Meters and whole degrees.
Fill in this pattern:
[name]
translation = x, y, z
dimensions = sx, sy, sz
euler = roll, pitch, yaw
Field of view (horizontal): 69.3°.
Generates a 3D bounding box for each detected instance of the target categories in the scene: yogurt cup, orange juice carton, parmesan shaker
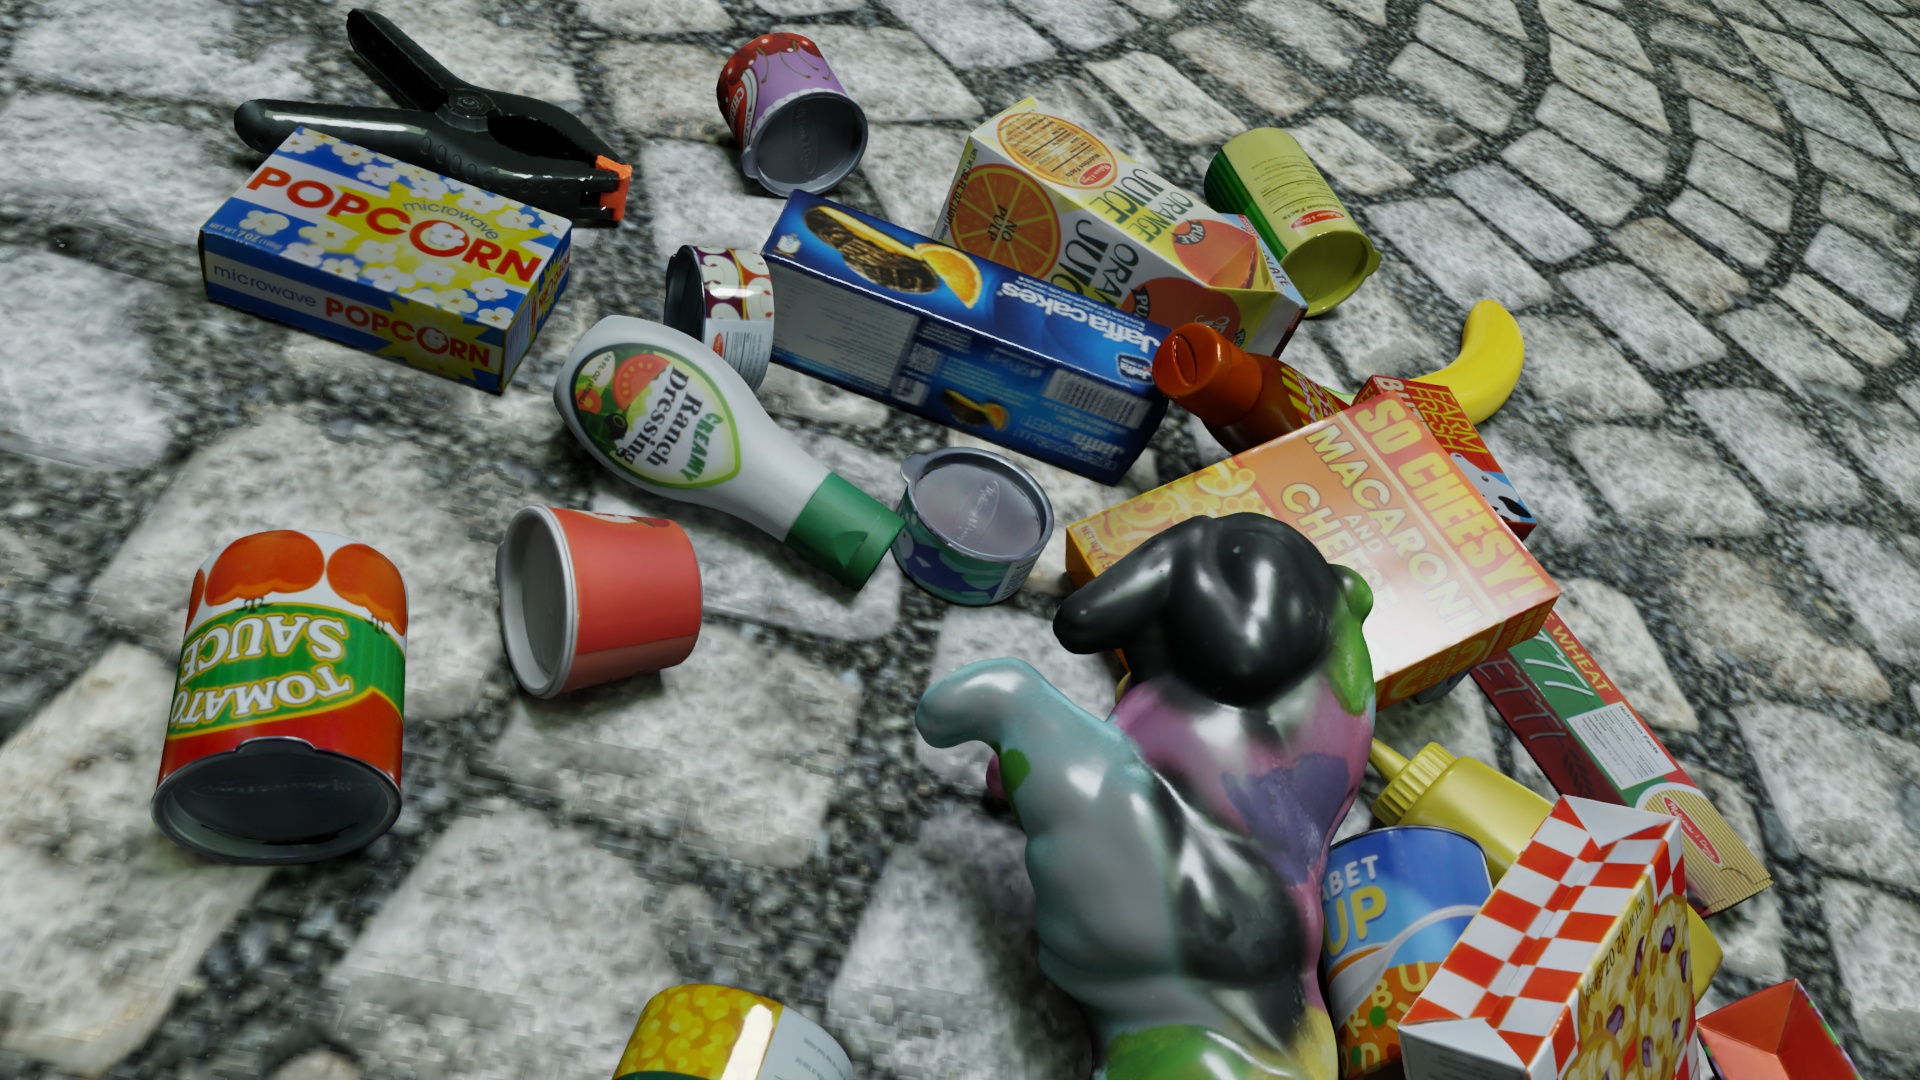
[yogurt cup]
translation = -0.128, 0.020, 0.498
dimensions = 0.054, 0.072, 0.072
euler = -2, 50, -37
[orange juice carton]
translation = 0.087, -0.152, 0.749
dimensions = 0.193, 0.071, 0.073
euler = 35, 45, 10
[parmesan shaker]
translation = 0.199, -0.194, 0.841
dimensions = 0.071, 0.071, 0.103
euler = 0, 49, -24

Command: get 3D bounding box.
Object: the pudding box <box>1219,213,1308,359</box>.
[pudding box]
translation = 0.157, -0.140, 0.785
dimensions = 0.030, 0.049, 0.084
euler = -3, 50, -24

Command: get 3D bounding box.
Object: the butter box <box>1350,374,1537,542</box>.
[butter box]
translation = 0.243, -0.040, 0.705
dimensions = 0.053, 0.024, 0.104
euler = 4, 46, -22

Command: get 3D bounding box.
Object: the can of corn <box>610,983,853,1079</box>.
[can of corn]
translation = -0.071, 0.166, 0.386
dimensions = 0.071, 0.070, 0.058
euler = 23, 43, -3

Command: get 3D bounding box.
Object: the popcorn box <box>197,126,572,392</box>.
[popcorn box]
translation = -0.242, -0.122, 0.596
dimensions = 0.127, 0.038, 0.085
euler = 18, 44, -8

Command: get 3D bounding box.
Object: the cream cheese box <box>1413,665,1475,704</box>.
[cream cheese box]
translation = 0.202, 0.021, 0.652
dimensions = 0.024, 0.053, 0.104
euler = -18, 59, -32

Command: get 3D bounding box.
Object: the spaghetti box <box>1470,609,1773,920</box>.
[spaghetti box]
translation = 0.277, 0.065, 0.661
dimensions = 0.050, 0.028, 0.251
euler = -8, 53, -30

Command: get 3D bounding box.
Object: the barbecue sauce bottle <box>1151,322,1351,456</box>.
[barbecue sauce bottle]
translation = 0.147, -0.060, 0.666
dimensions = 0.148, 0.043, 0.065
euler = 22, 48, -44

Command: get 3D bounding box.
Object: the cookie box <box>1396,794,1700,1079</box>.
[cookie box]
translation = 0.189, 0.184, 0.426
dimensions = 0.040, 0.167, 0.123
euler = 4, 26, 43

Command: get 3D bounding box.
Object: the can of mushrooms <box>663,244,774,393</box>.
[can of mushrooms]
translation = -0.108, -0.098, 0.615
dimensions = 0.033, 0.070, 0.071
euler = -1, 50, -26

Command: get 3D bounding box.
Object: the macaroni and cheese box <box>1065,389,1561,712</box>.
[macaroni and cheese box]
translation = 0.146, 0.017, 0.597
dimensions = 0.167, 0.040, 0.124
euler = -23, 59, -11

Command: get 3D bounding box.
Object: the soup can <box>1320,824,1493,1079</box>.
[soup can]
translation = 0.162, 0.155, 0.500
dimensions = 0.071, 0.071, 0.084
euler = 14, 46, -12

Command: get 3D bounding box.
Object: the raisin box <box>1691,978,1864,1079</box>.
[raisin box]
translation = 0.298, 0.209, 0.480
dimensions = 0.123, 0.040, 0.086
euler = 43, 21, -50

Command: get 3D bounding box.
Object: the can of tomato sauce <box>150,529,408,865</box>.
[can of tomato sauce]
translation = -0.208, 0.047, 0.432
dimensions = 0.071, 0.070, 0.083
euler = 3, 48, -22

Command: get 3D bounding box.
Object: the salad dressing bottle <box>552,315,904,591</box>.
[salad dressing bottle]
translation = -0.093, -0.034, 0.570
dimensions = 0.147, 0.064, 0.044
euler = 33, 9, -2

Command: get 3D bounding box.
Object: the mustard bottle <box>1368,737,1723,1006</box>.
[mustard bottle]
translation = 0.216, 0.127, 0.554
dimensions = 0.049, 0.065, 0.160
euler = -30, 62, -36

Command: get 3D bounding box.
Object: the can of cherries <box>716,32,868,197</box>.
[can of cherries]
translation = -0.093, -0.227, 0.743
dimensions = 0.072, 0.071, 0.058
euler = -9, 53, -30

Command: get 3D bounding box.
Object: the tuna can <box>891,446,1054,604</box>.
[tuna can]
translation = 0.002, -0.008, 0.603
dimensions = 0.071, 0.032, 0.071
euler = 13, 45, -13
